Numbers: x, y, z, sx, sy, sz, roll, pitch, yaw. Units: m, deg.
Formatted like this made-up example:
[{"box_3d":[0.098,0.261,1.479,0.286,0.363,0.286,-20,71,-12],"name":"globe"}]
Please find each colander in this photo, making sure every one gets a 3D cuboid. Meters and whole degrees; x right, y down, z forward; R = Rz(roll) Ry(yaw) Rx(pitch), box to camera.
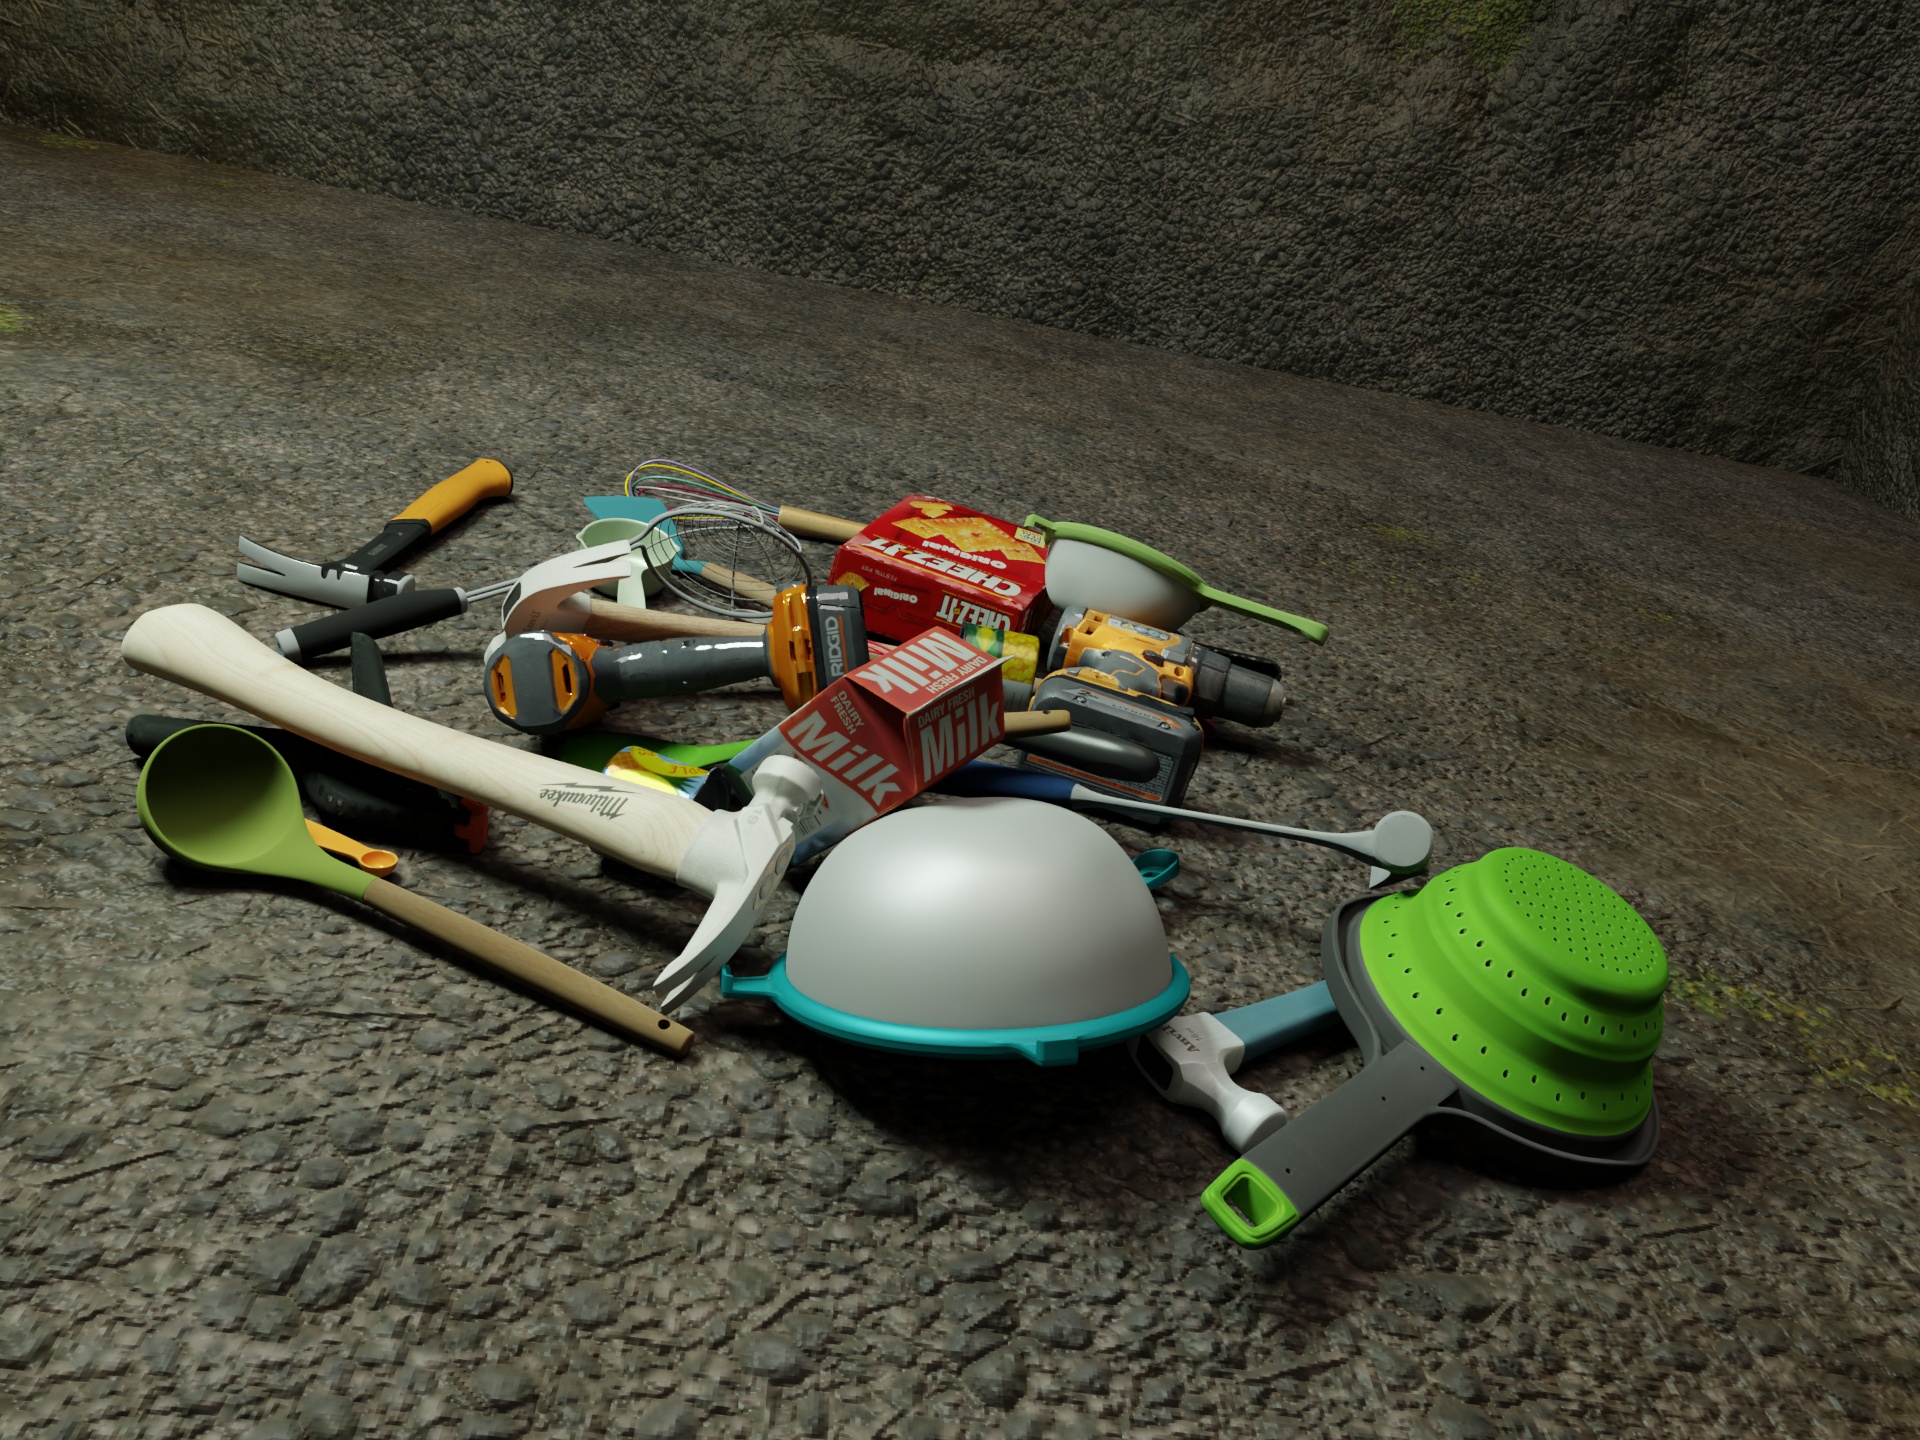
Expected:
[{"box_3d":[0.252,0.150,0.791,0.205,0.094,0.397,43,35,26],"name":"colander"}]

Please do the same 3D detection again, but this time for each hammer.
[{"box_3d":[-0.448,-0.162,1.294,0.127,0.034,0.337,13,23,0],"name":"hammer"},{"box_3d":[-0.287,0.025,0.853,0.411,0.038,0.146,18,54,16],"name":"hammer"},{"box_3d":[0.224,0.156,0.900,0.331,0.033,0.128,-8,31,-39],"name":"hammer"},{"box_3d":[0.083,0.051,0.990,0.405,0.035,0.144,9,-9,16],"name":"hammer"},{"box_3d":[-0.157,-0.058,1.132,0.331,0.130,0.031,8,52,-31],"name":"hammer"}]

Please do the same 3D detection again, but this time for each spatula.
[{"box_3d":[-0.191,-0.127,1.307,0.318,0.044,0.082,24,20,39],"name":"spatula"}]

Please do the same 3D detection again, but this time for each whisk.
[{"box_3d":[-0.193,-0.193,1.494,0.245,0.051,0.047,11,44,-12],"name":"whisk"},{"box_3d":[-0.002,-0.003,1.064,0.296,0.073,0.073,15,21,29],"name":"whisk"}]

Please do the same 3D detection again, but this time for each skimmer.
[{"box_3d":[-0.282,-0.078,1.120,0.363,0.127,0.090,-20,71,-28],"name":"skimmer"}]

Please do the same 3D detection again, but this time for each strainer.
[{"box_3d":[0.168,-0.083,1.275,0.256,0.069,0.151,22,-6,32],"name":"strainer"},{"box_3d":[0.042,0.079,0.848,0.211,0.095,0.340,5,12,30],"name":"strainer"}]

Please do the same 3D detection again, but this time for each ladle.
[{"box_3d":[-0.270,0.087,0.785,0.320,0.062,0.078,22,43,15],"name":"ladle"}]

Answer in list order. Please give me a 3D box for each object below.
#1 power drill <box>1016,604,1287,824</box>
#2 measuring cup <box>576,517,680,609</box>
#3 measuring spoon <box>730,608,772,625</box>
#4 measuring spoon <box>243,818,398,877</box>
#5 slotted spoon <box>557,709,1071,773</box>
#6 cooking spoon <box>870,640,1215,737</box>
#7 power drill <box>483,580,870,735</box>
[{"box_3d":[0.143,-0.007,1.161,0.185,0.084,0.226,18,25,6],"name":"power drill"},{"box_3d":[-0.263,-0.101,1.255,0.083,0.038,0.168,5,38,-18],"name":"measuring cup"},{"box_3d":[-0.132,-0.075,1.281,0.124,0.018,0.034,1,22,-41],"name":"measuring spoon"},{"box_3d":[-0.352,0.064,0.856,0.117,0.011,0.021,16,22,19],"name":"measuring spoon"},{"box_3d":[-0.089,0.016,0.977,0.314,0.031,0.070,-6,24,1],"name":"slotted spoon"},{"box_3d":[0.046,-0.029,1.252,0.319,0.017,0.069,12,23,-3],"name":"cooking spoon"},{"box_3d":[-0.172,-0.035,1.017,0.226,0.084,0.164,-7,2,-2],"name":"power drill"}]
